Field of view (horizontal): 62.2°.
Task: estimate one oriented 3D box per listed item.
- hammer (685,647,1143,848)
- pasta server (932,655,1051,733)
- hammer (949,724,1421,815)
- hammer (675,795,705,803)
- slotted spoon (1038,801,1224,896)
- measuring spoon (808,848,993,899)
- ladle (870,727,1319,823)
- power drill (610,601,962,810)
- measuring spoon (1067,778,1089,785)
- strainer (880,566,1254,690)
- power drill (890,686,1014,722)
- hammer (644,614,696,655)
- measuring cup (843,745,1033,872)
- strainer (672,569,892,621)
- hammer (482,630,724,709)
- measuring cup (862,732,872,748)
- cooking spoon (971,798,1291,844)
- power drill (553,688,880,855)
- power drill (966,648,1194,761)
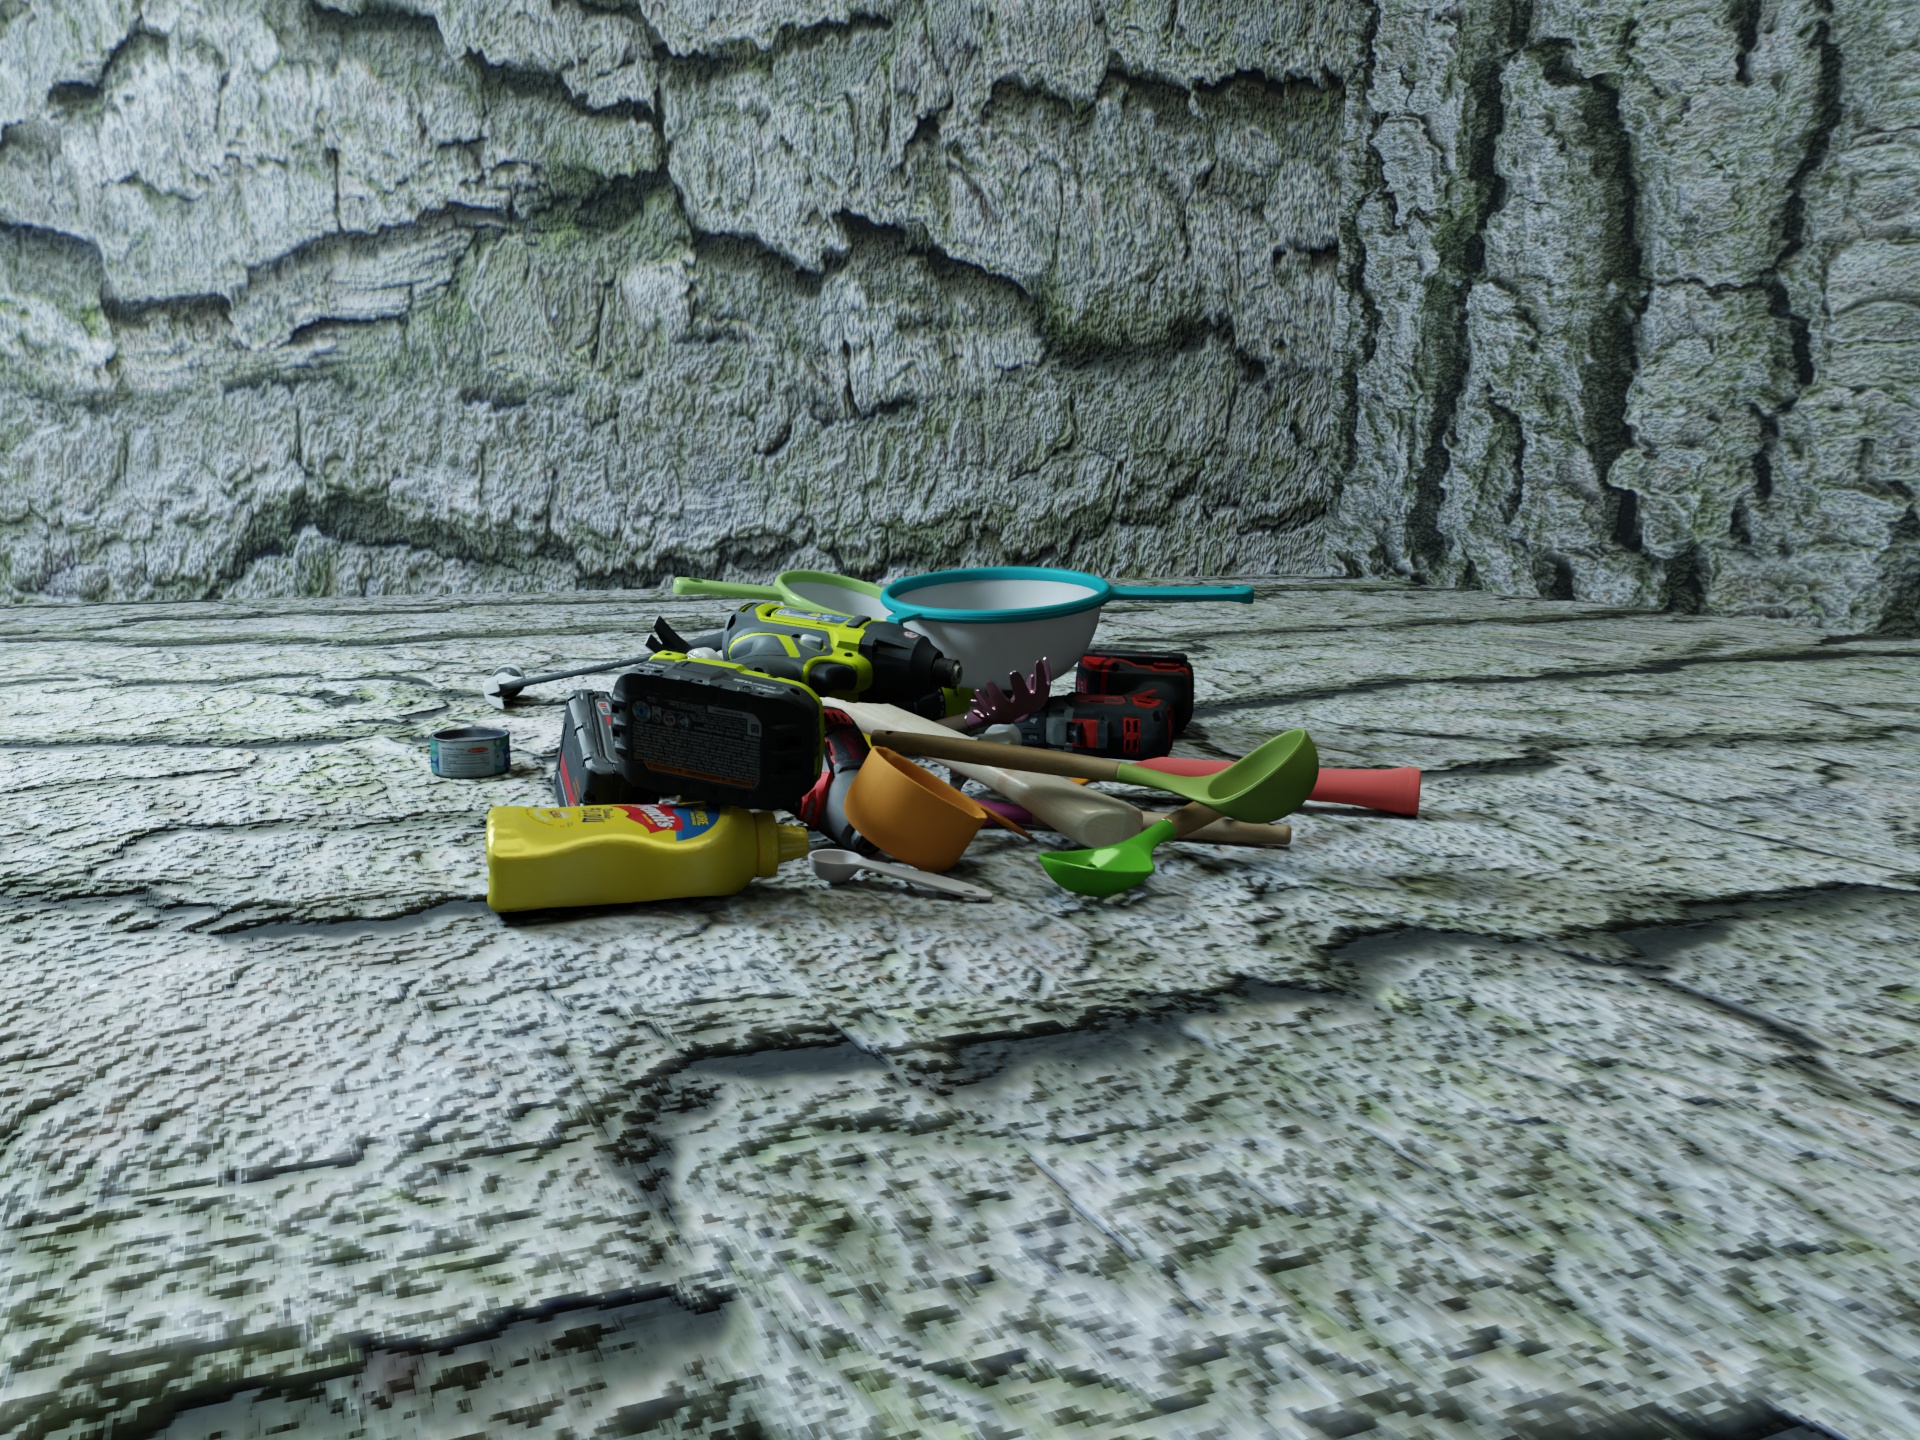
[{"bbox_3d":[-0.028,0.009,1.220,0.411,0.038,0.146,23,24,37],"label":"hammer"},{"bbox_3d":[-0.002,-0.004,1.325,0.060,0.040,0.316,-24,3,-23],"label":"pasta server"},{"bbox_3d":[0.174,0.044,1.247,0.359,0.036,0.149,5,15,15],"label":"hammer"},{"bbox_3d":[-0.178,0.018,1.299,0.130,0.031,0.331,38,15,-6],"label":"hammer"},{"bbox_3d":[0.154,0.069,1.078,0.070,0.031,0.313,9,17,36],"label":"slotted spoon"},{"bbox_3d":[-0.038,0.102,0.992,0.124,0.018,0.034,11,12,20],"label":"measuring spoon"},{"bbox_3d":[0.083,0.021,1.085,0.320,0.062,0.078,7,27,22],"label":"ladle"},{"bbox_3d":[-0.110,-0.020,1.042,0.171,0.080,0.223,10,21,19],"label":"power drill"},{"bbox_3d":[0.084,0.050,1.302,0.021,0.011,0.117,6,11,31],"label":"measuring spoon"},{"bbox_3d":[0.097,-0.079,1.461,0.340,0.095,0.211,0,16,1],"label":"strainer"},{"bbox_3d":[-0.066,-0.037,1.638,0.190,0.080,0.229,-12,17,-36],"label":"power drill"},{"bbox_3d":[-0.169,-0.051,1.546,0.335,0.035,0.146,4,-25,44],"label":"hammer"},{"bbox_3d":[-0.010,0.074,1.065,0.095,0.052,0.173,36,4,39],"label":"measuring cup"},{"bbox_3d":[-0.164,-0.097,1.560,0.256,0.069,0.152,4,22,-31],"label":"strainer"},{"bbox_3d":[-0.313,-0.073,1.715,0.409,0.036,0.149,-12,10,-3],"label":"hammer"},{"bbox_3d":[-0.090,0.021,1.402,0.062,0.029,0.157,31,26,-8],"label":"measuring cup"},{"bbox_3d":[0.079,0.070,1.158,0.319,0.017,0.069,4,14,17],"label":"cooking spoon"},{"bbox_3d":[-0.157,0.043,1.089,0.219,0.078,0.143,2,32,-25],"label":"power drill"},{"bbox_3d":[0.121,-0.011,1.501,0.188,0.080,0.227,3,13,18],"label":"power drill"}]
